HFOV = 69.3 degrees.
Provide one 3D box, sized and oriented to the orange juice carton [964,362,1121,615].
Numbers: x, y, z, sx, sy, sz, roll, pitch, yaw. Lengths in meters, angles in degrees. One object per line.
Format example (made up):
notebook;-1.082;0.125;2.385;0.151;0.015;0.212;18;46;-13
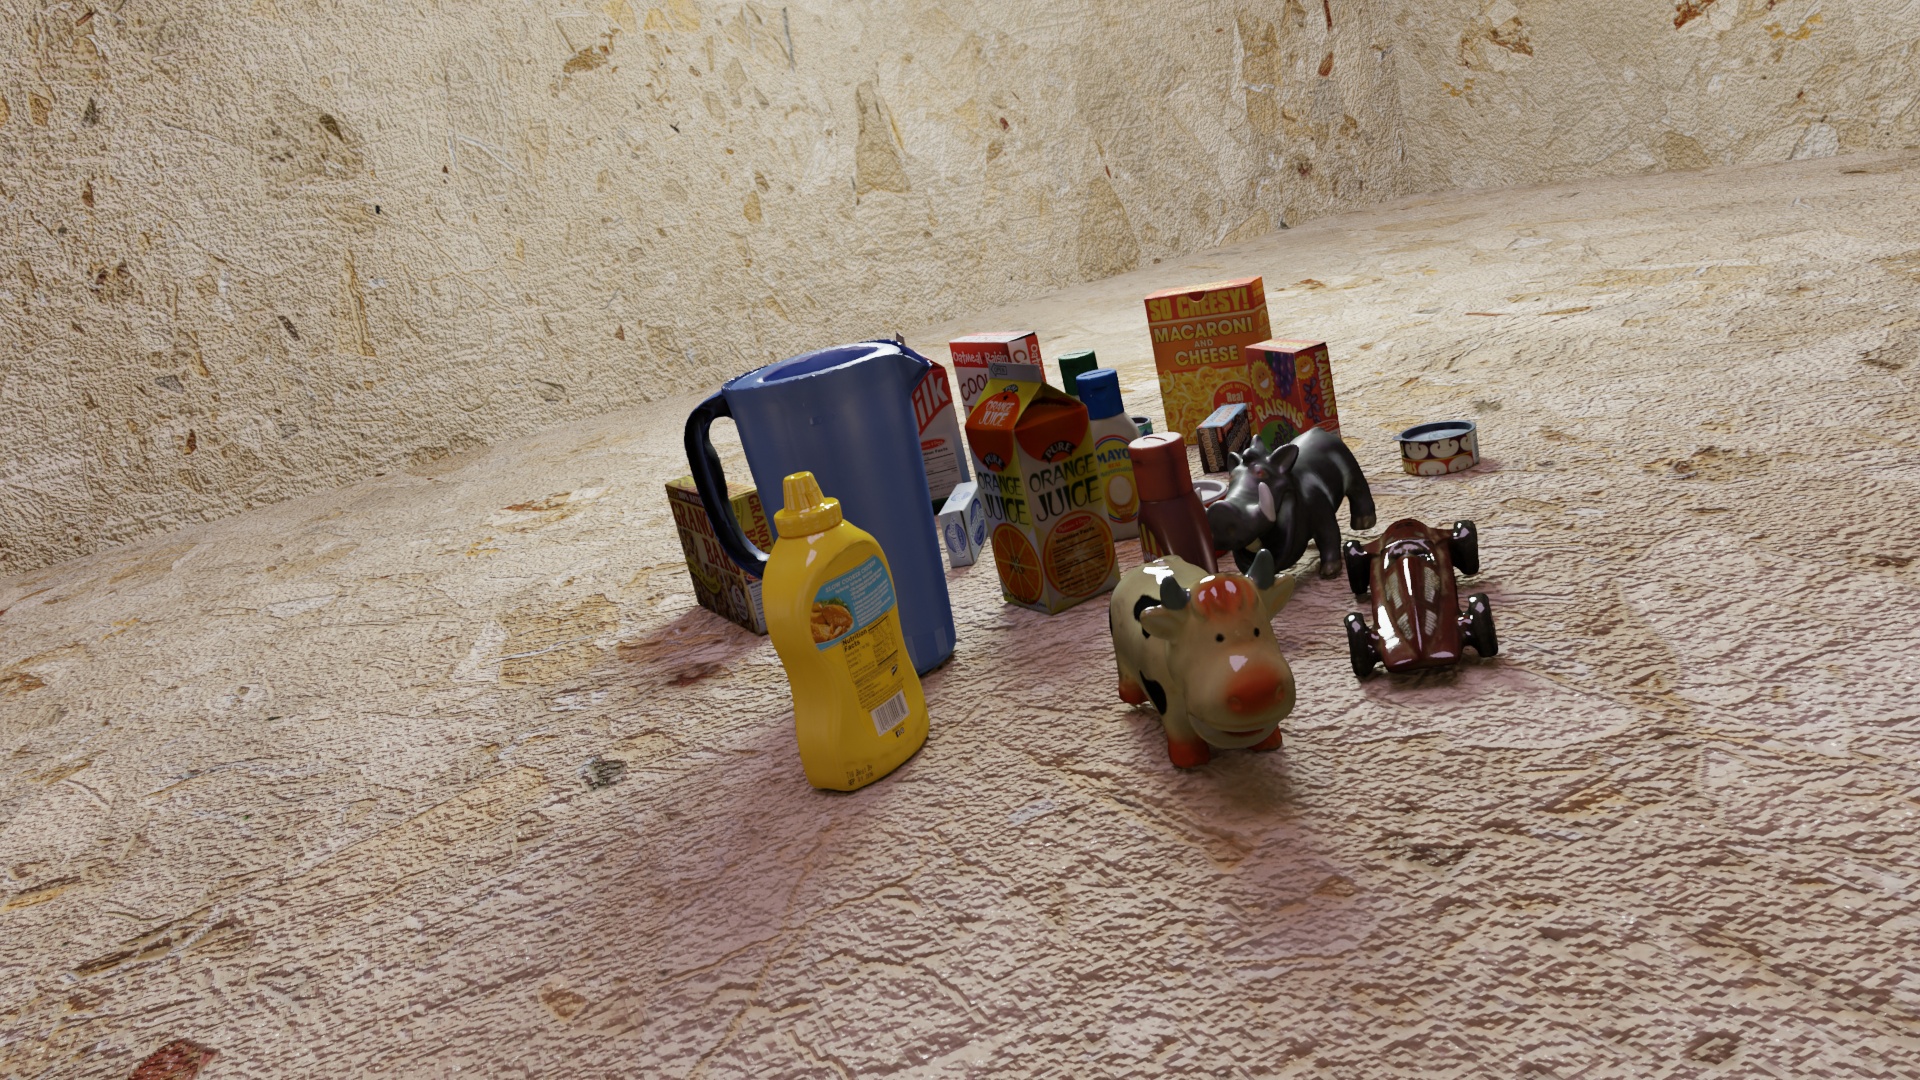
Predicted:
orange juice carton;0.061;-0.047;1.092;0.073;0.192;0.072;-21;17;-27

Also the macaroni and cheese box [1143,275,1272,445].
macaroni and cheese box;0.271;-0.188;1.475;0.123;0.166;0.040;-3;18;34

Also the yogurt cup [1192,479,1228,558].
yogurt cup;0.188;-0.014;1.132;0.072;0.053;0.072;-12;15;3

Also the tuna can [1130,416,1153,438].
tuna can;0.180;-0.112;1.534;0.071;0.032;0.071;-12;15;3

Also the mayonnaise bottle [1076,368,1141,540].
mayonnaise bottle;0.133;-0.075;1.220;0.065;0.147;0.041;-12;15;5

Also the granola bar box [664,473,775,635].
granola bar box;-0.209;0.008;1.250;0.039;0.124;0.165;-20;17;-26

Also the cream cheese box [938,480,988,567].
cream cheese box;0.005;-0.016;1.295;0.024;0.053;0.104;-10;15;13

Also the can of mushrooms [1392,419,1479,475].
can of mushrooms;0.419;-0.082;1.223;0.071;0.033;0.071;-12;15;3

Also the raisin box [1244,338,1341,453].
raisin box;0.311;-0.123;1.290;0.040;0.123;0.086;-17;15;-16

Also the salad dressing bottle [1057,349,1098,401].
salad dressing bottle;0.127;-0.111;1.354;0.064;0.147;0.044;-4;17;32

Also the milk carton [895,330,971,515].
milk carton;-0.043;-0.126;1.469;0.073;0.190;0.072;-15;15;-7

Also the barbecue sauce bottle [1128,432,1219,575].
barbecue sauce bottle;0.144;0.003;0.928;0.044;0.148;0.065;-17;15;-15

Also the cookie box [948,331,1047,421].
cookie box;0.050;-0.136;1.469;0.040;0.167;0.123;-21;17;-26

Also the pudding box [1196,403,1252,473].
pudding box;0.266;-0.103;1.398;0.030;0.049;0.084;-4;17;30
